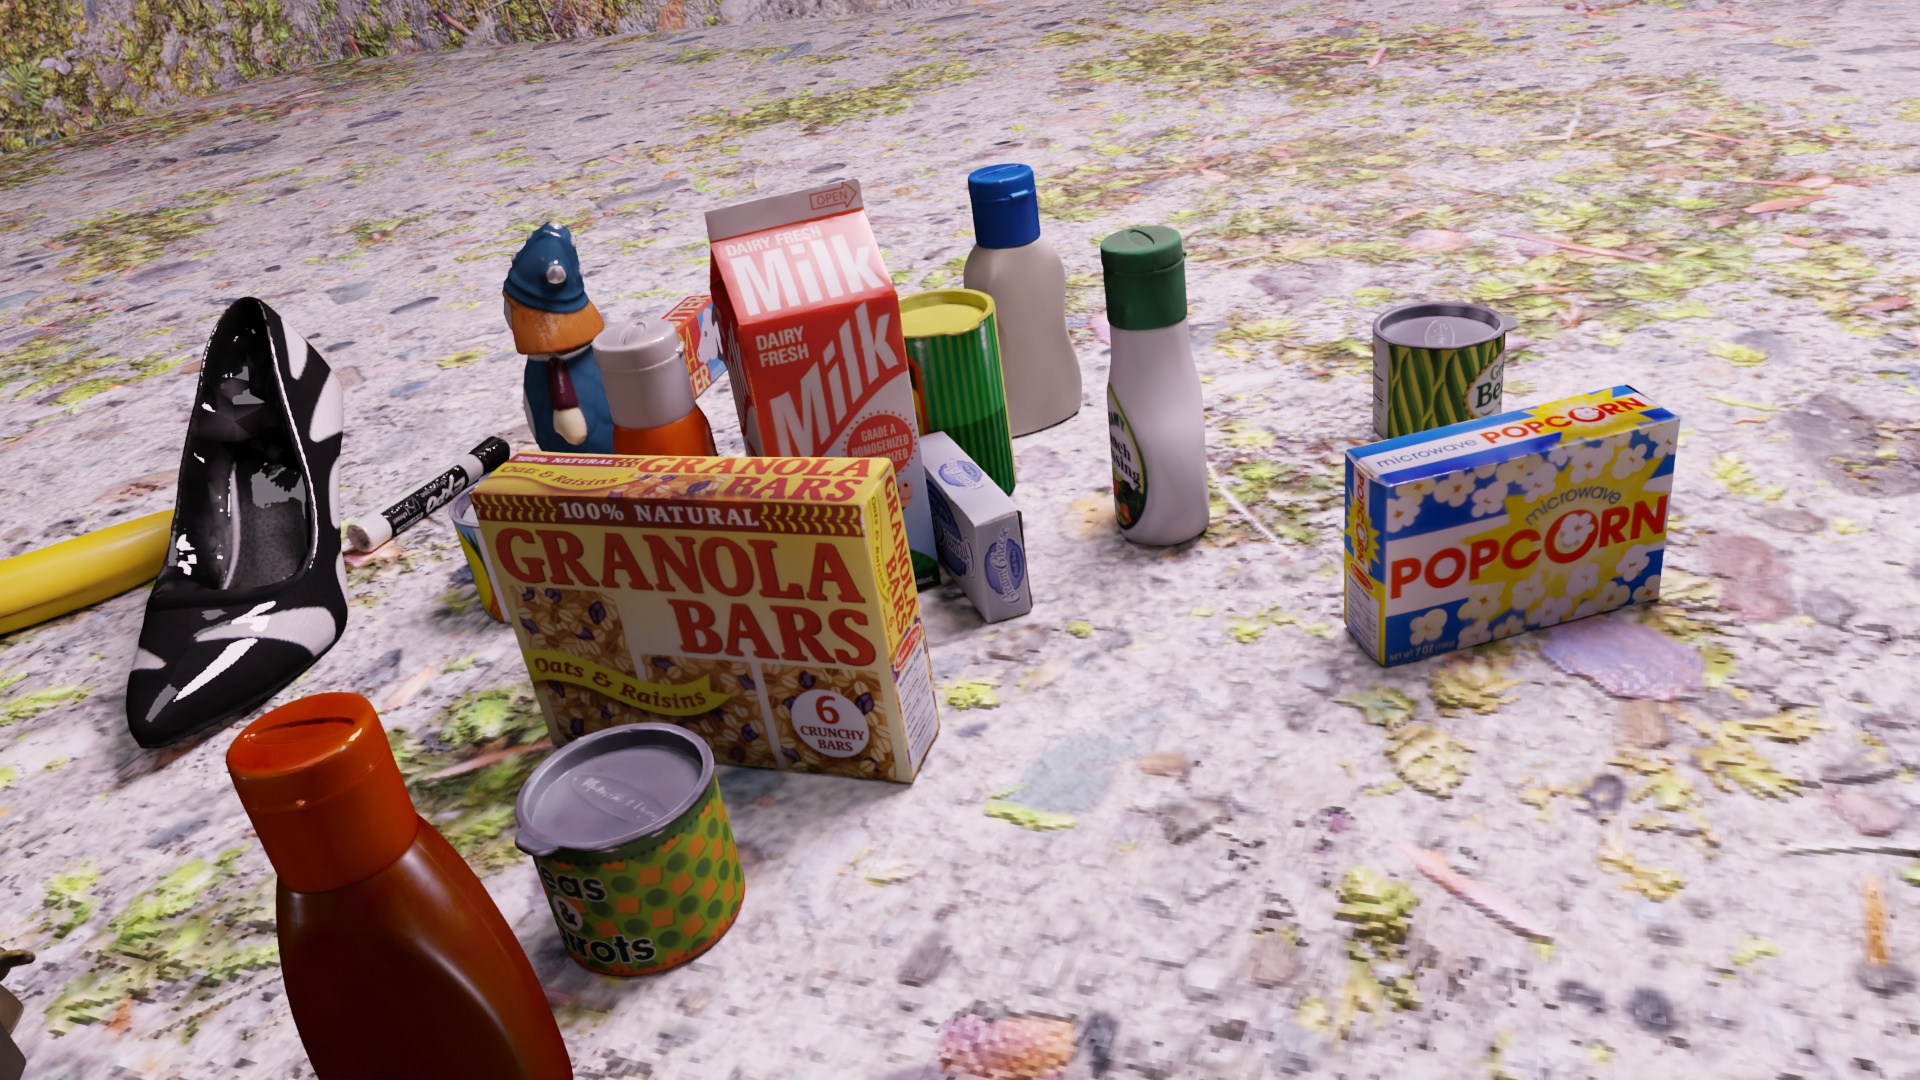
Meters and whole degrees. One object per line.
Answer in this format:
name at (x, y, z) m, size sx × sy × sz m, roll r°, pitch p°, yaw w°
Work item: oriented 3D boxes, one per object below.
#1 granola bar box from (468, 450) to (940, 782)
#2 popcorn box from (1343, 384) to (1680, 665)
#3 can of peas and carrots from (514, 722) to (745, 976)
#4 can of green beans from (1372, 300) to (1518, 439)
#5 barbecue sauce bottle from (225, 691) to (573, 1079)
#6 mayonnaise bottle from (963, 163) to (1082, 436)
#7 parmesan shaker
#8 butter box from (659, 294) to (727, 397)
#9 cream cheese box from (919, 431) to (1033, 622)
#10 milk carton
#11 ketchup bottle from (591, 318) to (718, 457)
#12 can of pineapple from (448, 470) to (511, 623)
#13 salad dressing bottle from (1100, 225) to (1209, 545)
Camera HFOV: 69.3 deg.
granola bar box at (-0.097, 0.028, 0.546) m, size 0.165 × 0.123 × 0.039 m, roll 2°, pitch 30°, yaw 20°
popcorn box at (0.219, -0.006, 0.560) m, size 0.127 × 0.084 × 0.038 m, roll -13°, pitch 28°, yaw -8°
can of peas and carrots at (-0.113, 0.106, 0.475) m, size 0.071 × 0.058 × 0.071 m, roll -7°, pitch 28°, yaw 4°
can of green beans at (0.250, -0.087, 0.728) m, size 0.071 × 0.057 × 0.071 m, roll -7°, pitch 28°, yaw 4°
barbecue sauce bottle at (-0.156, 0.112, 0.383) m, size 0.065 × 0.147 × 0.044 m, roll -7°, pitch 28°, yaw 4°
mayonnaise bottle at (0.031, -0.135, 0.783) m, size 0.065 × 0.147 × 0.041 m, roll -22°, pitch 31°, yaw -22°
parmesan shaker at (-0.007, -0.071, 0.723) m, size 0.071 × 0.102 × 0.071 m, roll -7°, pitch 28°, yaw 4°
butter box at (-0.186, -0.120, 0.915) m, size 0.024 × 0.053 × 0.104 m, roll 1°, pitch 30°, yaw 18°
cream cheese box at (0.002, -0.008, 0.658) m, size 0.024 × 0.053 × 0.104 m, roll -17°, pitch 29°, yaw -14°
milk carton at (-0.064, -0.066, 0.639) m, size 0.072 × 0.189 × 0.074 m, roll -16°, pitch 29°, yaw -13°
ketchup bottle at (-0.128, -0.024, 0.624) m, size 0.043 × 0.148 × 0.065 m, roll -8°, pitch 28°, yaw 1°
can of pineapple at (-0.215, 0.000, 0.699) m, size 0.071 × 0.057 × 0.071 m, roll -7°, pitch 28°, yaw 4°
salad dressing bottle at (0.090, -0.071, 0.649) m, size 0.044 × 0.147 × 0.064 m, roll -12°, pitch 28°, yaw -6°
